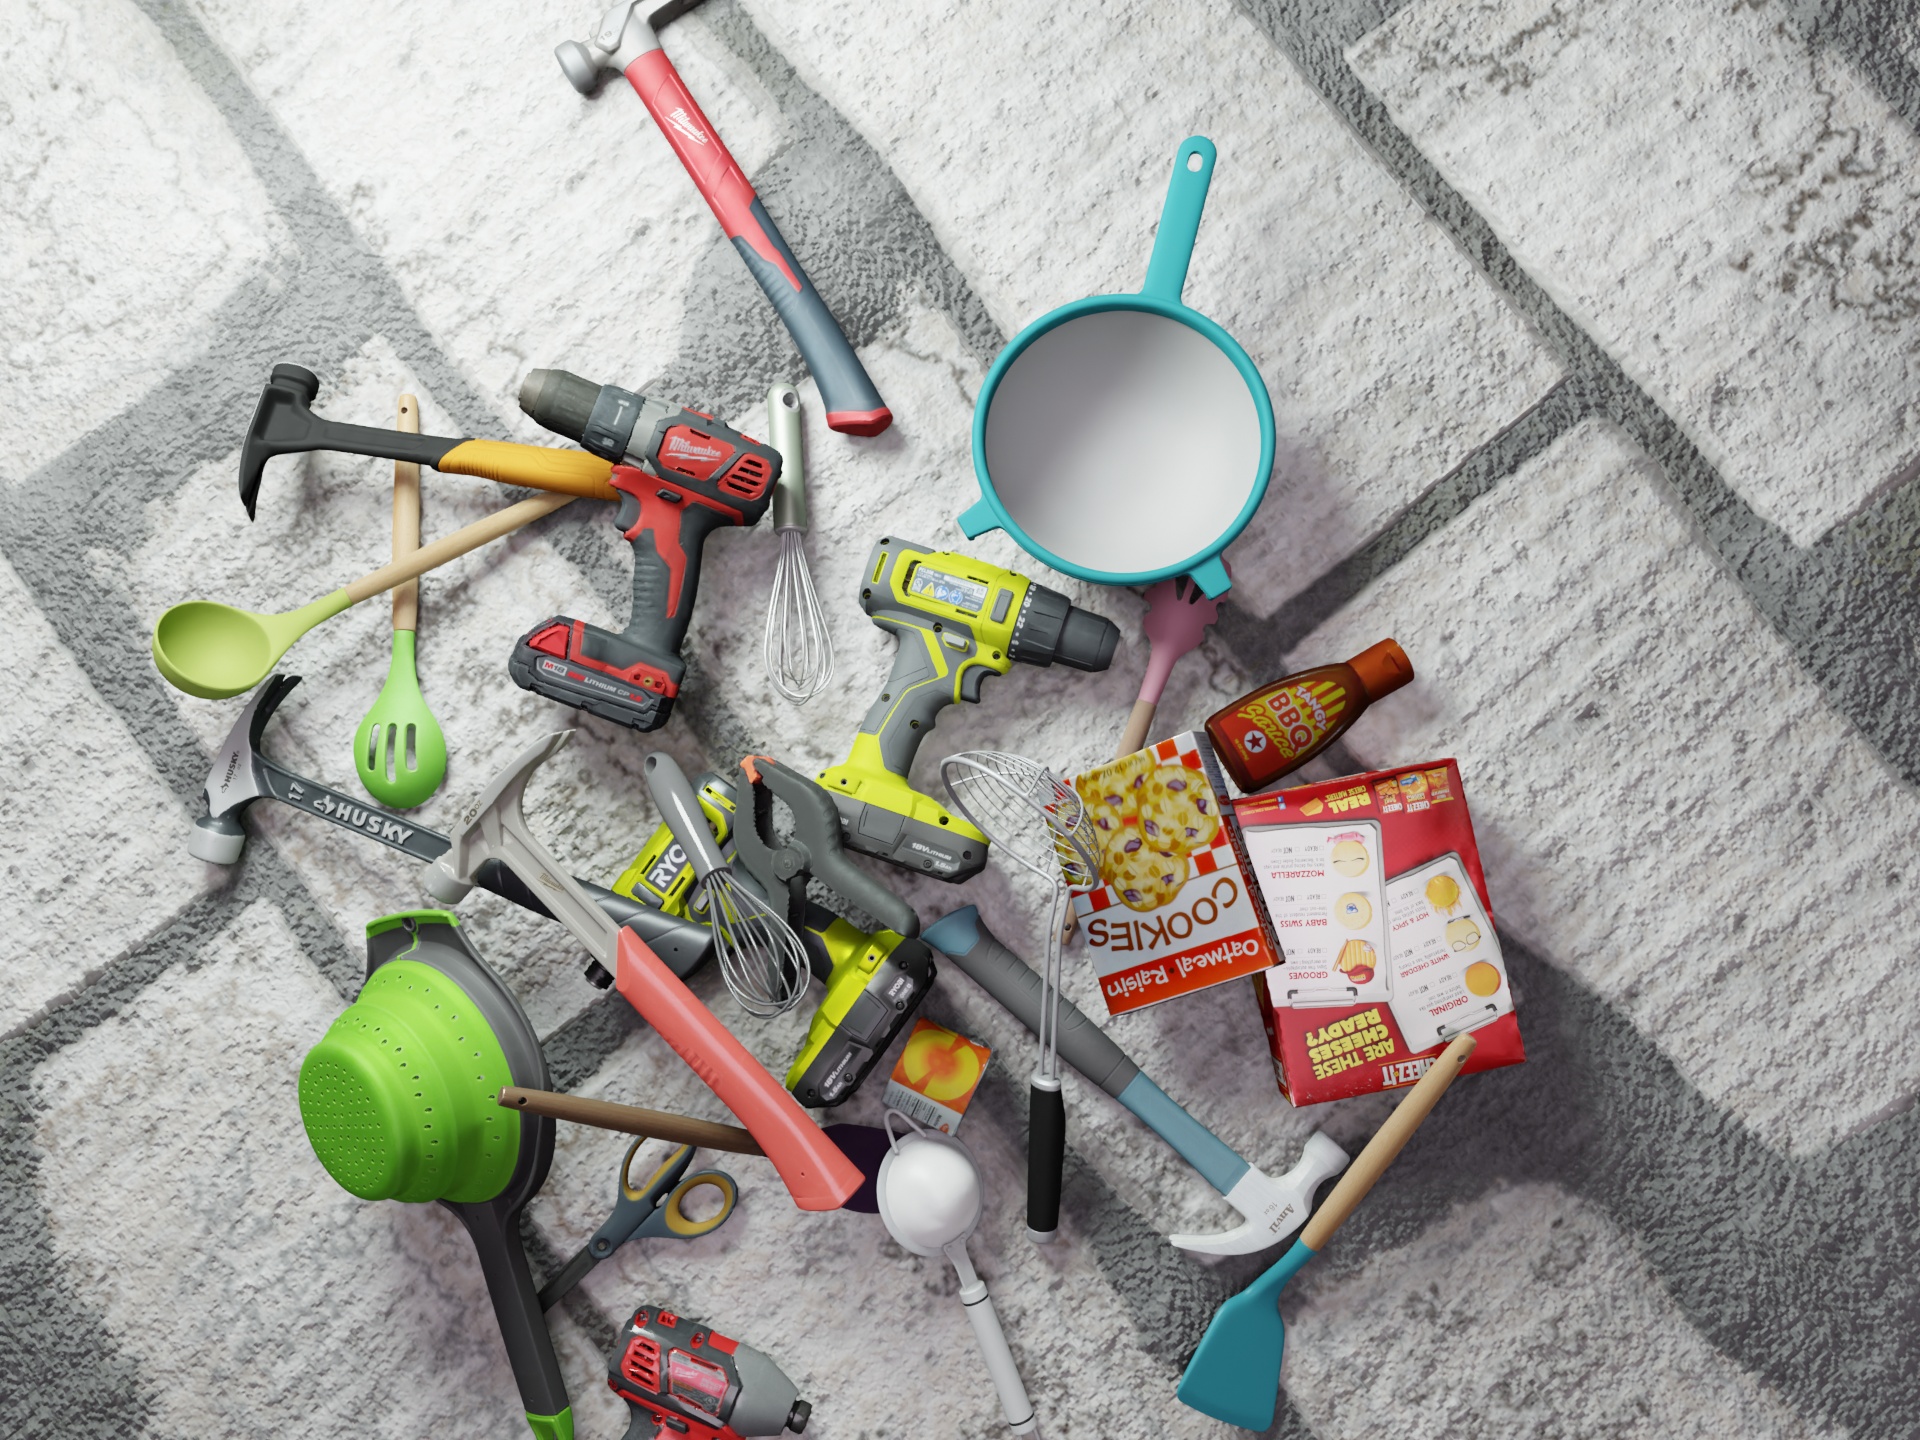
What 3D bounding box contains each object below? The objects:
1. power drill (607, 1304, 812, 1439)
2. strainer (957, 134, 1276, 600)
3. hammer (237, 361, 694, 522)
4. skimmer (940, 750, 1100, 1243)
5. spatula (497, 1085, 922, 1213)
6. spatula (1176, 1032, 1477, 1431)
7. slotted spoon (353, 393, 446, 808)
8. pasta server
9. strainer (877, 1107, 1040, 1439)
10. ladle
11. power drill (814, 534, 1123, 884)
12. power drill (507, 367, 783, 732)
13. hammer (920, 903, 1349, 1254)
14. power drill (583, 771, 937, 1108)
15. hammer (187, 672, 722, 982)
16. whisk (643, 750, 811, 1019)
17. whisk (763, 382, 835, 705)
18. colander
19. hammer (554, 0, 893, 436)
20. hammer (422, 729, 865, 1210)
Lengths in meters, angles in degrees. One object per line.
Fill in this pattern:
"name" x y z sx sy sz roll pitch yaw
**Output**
"power drill" -0.200 0.530 1.090 0.143 0.078 0.220 21 82 4
"strainer" 0.131 -0.251 1.154 0.211 0.095 0.340 14 80 4
"hammer" -0.348 -0.185 1.166 0.337 0.034 0.127 7 61 -5
"skimmer" 0.037 0.193 1.062 0.090 0.127 0.363 -10 108 -37
"spatula" -0.157 0.285 1.074 0.315 0.018 0.060 19 82 -25
"spatula" 0.257 0.343 1.079 0.082 0.044 0.317 28 104 -18
"slotted spoon" -0.417 -0.092 1.188 0.070 0.031 0.314 -2 82 3
"pasta server" 0.127 0.013 1.159 0.060 0.040 0.316 20 89 4
"strainer" 0.009 0.391 1.108 0.087 0.050 0.258 -22 92 -36
"ladle" -0.421 -0.107 1.149 0.320 0.062 0.078 -29 74 -14
"power drill" -0.002 -0.004 1.139 0.190 0.080 0.228 18 82 5
"power drill" -0.248 -0.124 1.124 0.187 0.080 0.226 21 93 -14
"hammer" 0.109 0.247 1.129 0.331 0.033 0.128 41 86 6
"power drill" -0.145 0.167 1.127 0.223 0.080 0.171 35 85 9
"hammer" -0.354 0.091 1.122 0.409 0.036 0.149 19 93 13
"whisk" -0.162 0.102 1.062 0.055 0.055 0.239 -34 54 -2
"whisk" -0.125 -0.132 1.175 0.057 0.059 0.246 3 78 -35
"colander" -0.351 0.330 1.068 0.204 0.094 0.397 -12 95 38
"hammer" -0.150 -0.387 1.204 0.143 0.038 0.386 -32 84 -3
"hammer" -0.192 0.176 1.049 0.359 0.036 0.149 45 104 6
